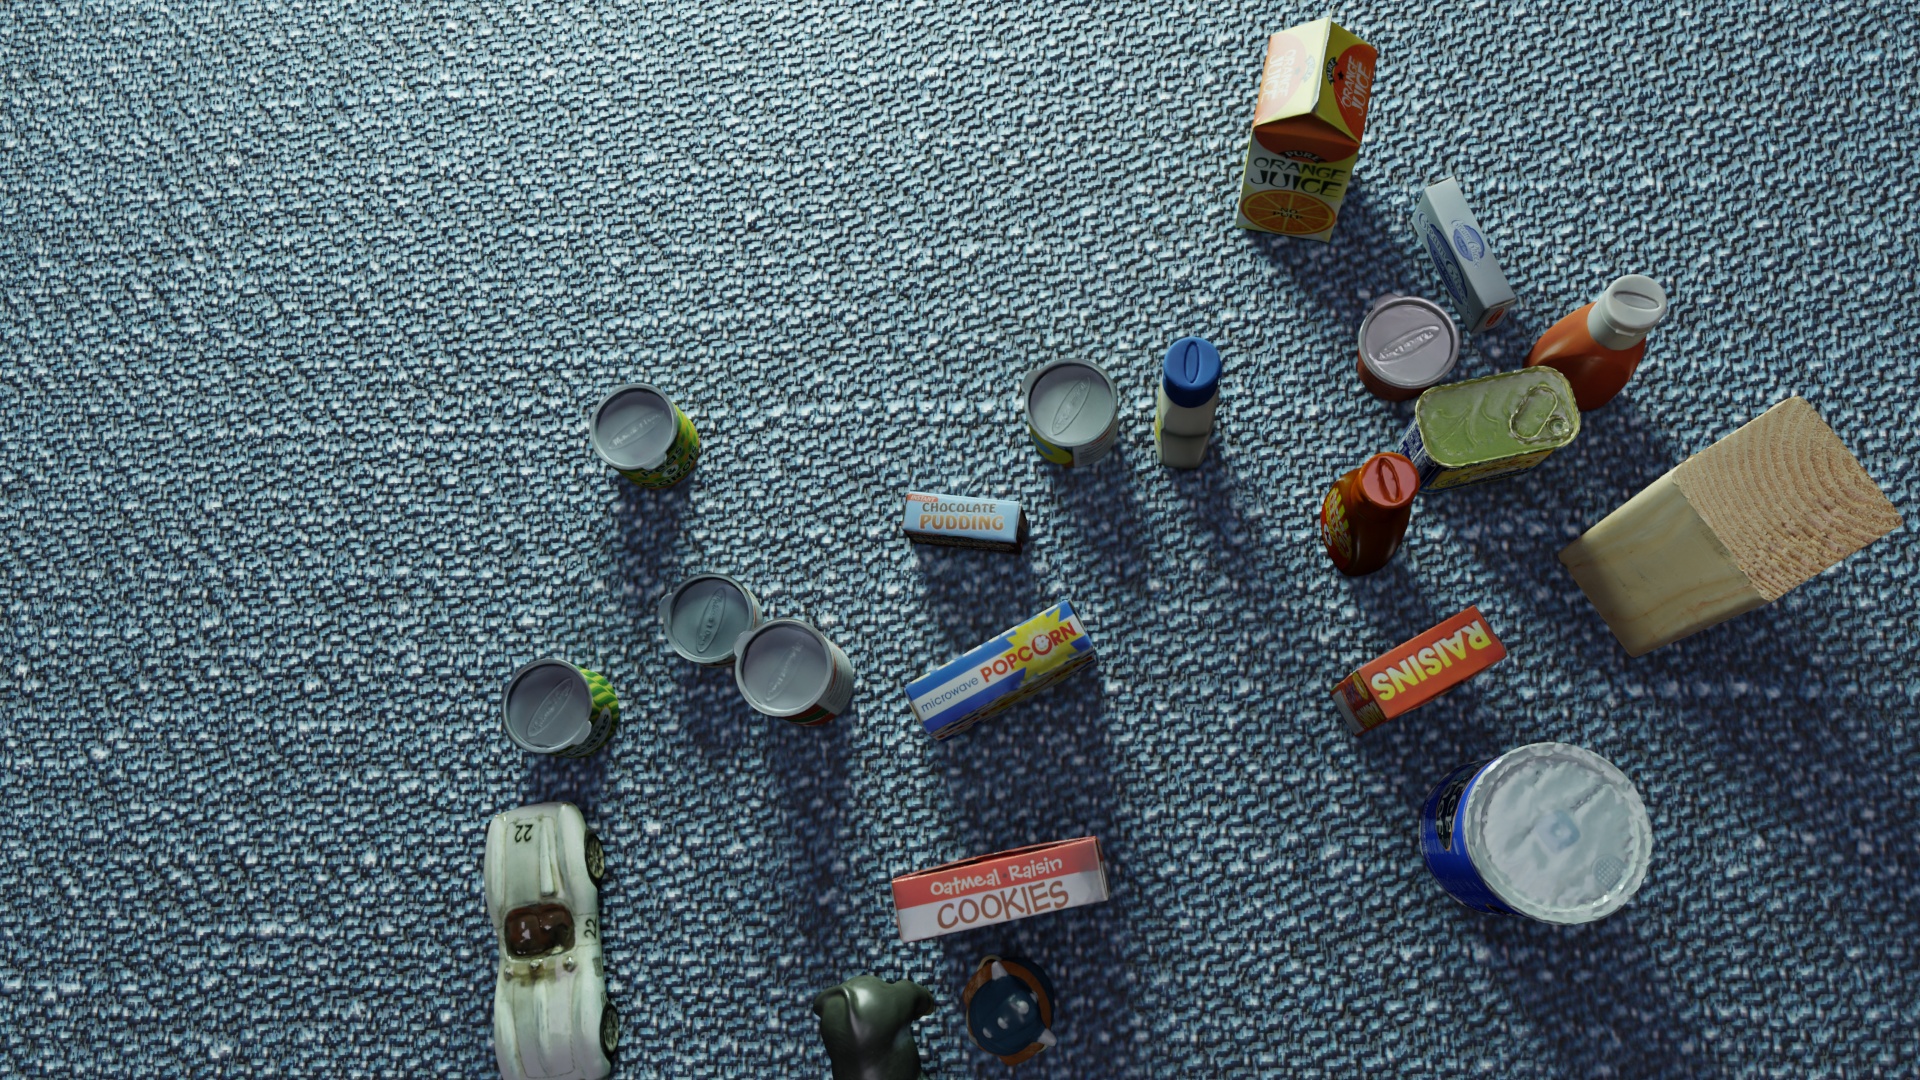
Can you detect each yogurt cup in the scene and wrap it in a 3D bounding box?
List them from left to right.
[{"bbox_3d":[0.313,-0.132,0.985,0.072,0.054,0.072,-1,77,6],"label":"yogurt cup"}]

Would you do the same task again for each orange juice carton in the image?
[{"bbox_3d":[0.238,-0.283,0.959,0.073,0.192,0.072,12,79,9],"label":"orange juice carton"}]

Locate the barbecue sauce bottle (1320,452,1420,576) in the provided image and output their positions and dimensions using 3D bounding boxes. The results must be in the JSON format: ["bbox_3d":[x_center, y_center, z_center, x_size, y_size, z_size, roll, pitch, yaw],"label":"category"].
[{"bbox_3d":[0.270,-0.021,0.914,0.044,0.148,0.065,-13,76,4],"label":"barbecue sauce bottle"}]

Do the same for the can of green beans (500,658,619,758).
[{"bbox_3d":[-0.284,0.121,0.989,0.071,0.057,0.071,-1,77,6],"label":"can of green beans"}]

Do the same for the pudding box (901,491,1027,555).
[{"bbox_3d":[0.004,-0.012,0.993,0.084,0.049,0.030,6,78,8],"label":"pudding box"}]

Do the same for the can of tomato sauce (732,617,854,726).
[{"bbox_3d":[-0.115,0.093,0.964,0.071,0.083,0.071,-1,77,6],"label":"can of tomato sauce"}]

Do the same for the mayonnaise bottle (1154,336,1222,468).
[{"bbox_3d":[0.154,-0.096,0.946,0.041,0.148,0.065,3,77,7],"label":"mayonnaise bottle"}]

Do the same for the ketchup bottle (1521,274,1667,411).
[{"bbox_3d":[0.423,-0.130,0.923,0.065,0.148,0.043,16,79,10],"label":"ketchup bottle"}]

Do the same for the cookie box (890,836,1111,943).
[{"bbox_3d":[0.031,0.217,0.874,0.123,0.167,0.040,-13,76,3],"label":"cookie box"}]

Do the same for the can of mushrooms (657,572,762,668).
[{"bbox_3d":[-0.180,0.057,1.005,0.071,0.033,0.071,-1,76,6],"label":"can of mushrooms"}]

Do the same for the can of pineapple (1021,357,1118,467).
[{"bbox_3d":[0.079,-0.092,1.000,0.071,0.057,0.071,-1,77,6],"label":"can of pineapple"}]

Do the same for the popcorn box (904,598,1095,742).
[{"bbox_3d":[0.029,0.091,0.947,0.127,0.085,0.038,-28,75,-1],"label":"popcorn box"}]

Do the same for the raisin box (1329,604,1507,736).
[{"bbox_3d":[0.292,0.087,0.898,0.086,0.123,0.040,-28,75,0],"label":"raisin box"}]

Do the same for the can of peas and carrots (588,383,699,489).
[{"bbox_3d":[-0.232,-0.074,1.030,0.071,0.058,0.071,-1,77,6],"label":"can of peas and carrots"}]

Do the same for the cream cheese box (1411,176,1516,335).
[{"bbox_3d":[0.360,-0.203,0.997,0.024,0.053,0.104,-21,75,1],"label":"cream cheese box"}]
